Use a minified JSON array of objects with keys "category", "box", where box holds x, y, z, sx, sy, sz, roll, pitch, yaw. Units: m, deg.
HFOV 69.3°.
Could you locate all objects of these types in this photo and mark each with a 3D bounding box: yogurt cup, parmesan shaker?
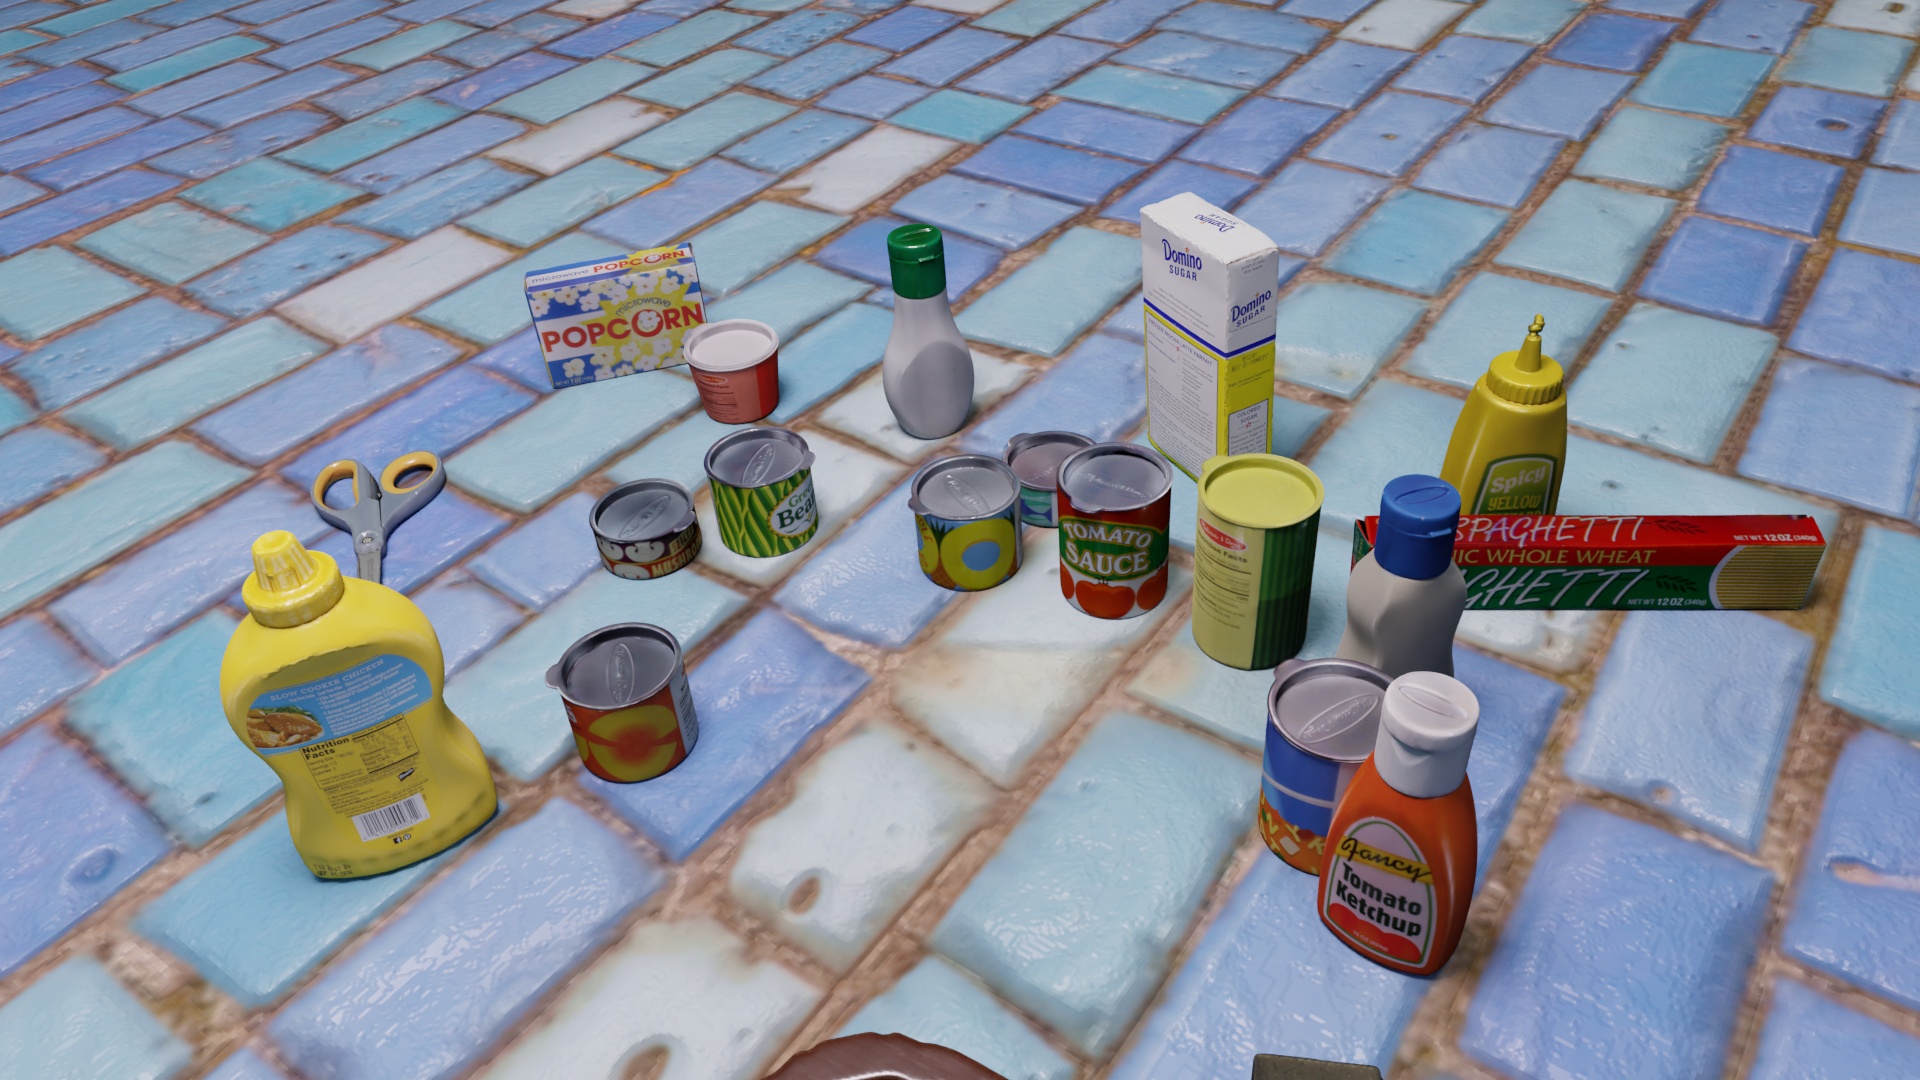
[{"category":"yogurt cup","box":[-0.163,-0.121,1.009,0.072,0.053,0.073,-3,38,2]},{"category":"parmesan shaker","box":[0.161,0.011,0.771,0.071,0.102,0.072,-3,38,2]}]

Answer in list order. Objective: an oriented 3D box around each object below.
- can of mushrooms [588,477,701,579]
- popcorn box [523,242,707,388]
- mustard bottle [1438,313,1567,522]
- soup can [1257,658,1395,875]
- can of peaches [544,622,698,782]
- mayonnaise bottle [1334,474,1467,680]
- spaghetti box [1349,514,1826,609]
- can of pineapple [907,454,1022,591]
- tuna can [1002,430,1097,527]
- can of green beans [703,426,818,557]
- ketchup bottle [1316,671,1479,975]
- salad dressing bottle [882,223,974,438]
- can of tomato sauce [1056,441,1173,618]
[{"category":"can of mushrooms","box":[-0.198,-0.007,0.885,0.071,0.033,0.071,-3,38,2]},{"category":"popcorn box","box":[-0.258,-0.171,1.056,0.127,0.084,0.038,-13,39,-10]},{"category":"mustard bottle","box":[0.314,-0.057,0.796,0.065,0.159,0.049,-5,38,0]},{"category":"soup can","box":[0.176,0.107,0.664,0.071,0.083,0.072,-3,38,2]},{"category":"can of peaches","box":[-0.180,0.087,0.745,0.071,0.057,0.071,-3,38,2]},{"category":"mayonnaise bottle","box":[0.222,0.036,0.698,0.065,0.147,0.041,-13,39,-11]},{"category":"spaghetti box","box":[0.352,0.012,0.793,0.250,0.050,0.029,0,38,5]},{"category":"can of pineapple","box":[0.003,-0.011,0.850,0.071,0.057,0.071,-3,38,2]},{"category":"tuna can","box":[0.059,-0.041,0.903,0.071,0.032,0.071,-3,38,2]},{"category":"can of green beans","box":[-0.126,-0.031,0.889,0.071,0.057,0.071,-3,38,2]},{"category":"ketchup bottle","box":[0.191,0.120,0.593,0.065,0.148,0.044,24,47,32]},{"category":"salad dressing bottle","box":[-0.025,-0.141,0.946,0.064,0.146,0.044,-18,40,-16]},{"category":"can of tomato sauce","box":[0.090,-0.004,0.813,0.071,0.082,0.071,-3,38,2]}]
